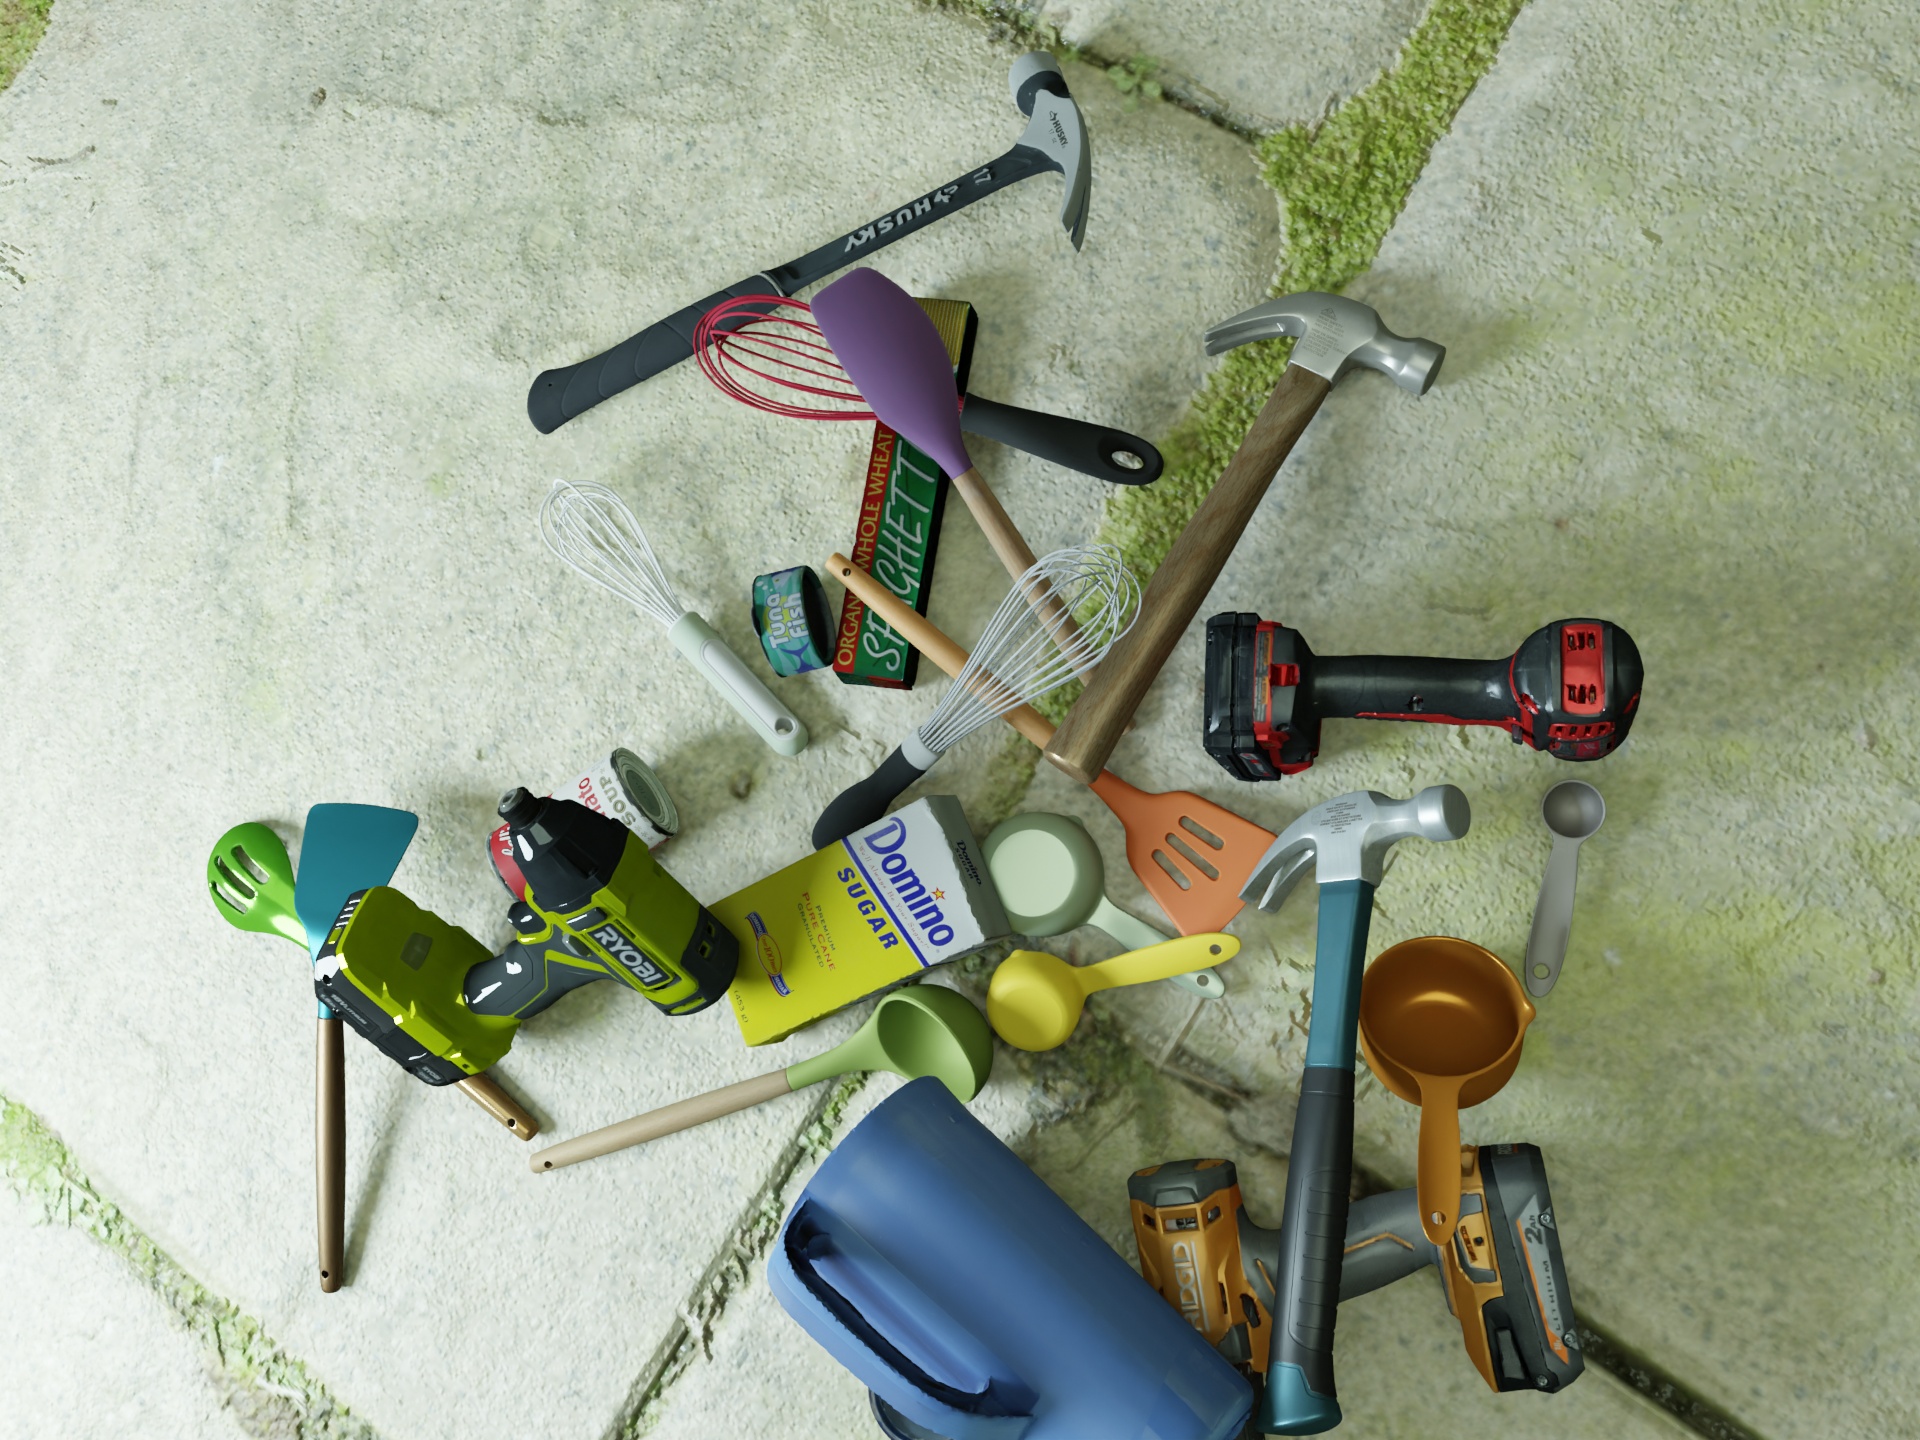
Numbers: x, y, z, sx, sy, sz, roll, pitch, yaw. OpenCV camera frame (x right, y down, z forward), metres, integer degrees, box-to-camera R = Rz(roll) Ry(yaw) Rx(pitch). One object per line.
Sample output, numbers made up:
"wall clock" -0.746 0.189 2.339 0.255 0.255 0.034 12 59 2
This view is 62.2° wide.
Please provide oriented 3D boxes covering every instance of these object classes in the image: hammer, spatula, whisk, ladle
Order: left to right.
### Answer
"spatula" -0.400 0.214 1.032 0.082 0.044 0.317 4 96 14
"whisk" -0.184 -0.068 1.025 0.058 0.059 0.246 -40 78 -22
"ladle" -0.129 0.232 0.966 0.320 0.062 0.078 -21 107 14
"hammer" -0.103 -0.283 1.025 0.409 0.036 0.149 -23 58 13
"whisk" -0.018 -0.194 0.964 0.296 0.073 0.073 16 87 -4
"whisk" -0.001 -0.002 0.921 0.284 0.070 0.070 -44 74 32
"spatula" 0.017 -0.126 0.939 0.060 0.018 0.316 -34 98 -7
"spatula" 0.043 0.003 0.948 0.322 0.041 0.081 39 93 6
"hammer" 0.146 -0.111 0.935 0.130 0.031 0.331 30 82 18
"hammer" 0.191 0.195 0.826 0.128 0.033 0.331 -13 59 48

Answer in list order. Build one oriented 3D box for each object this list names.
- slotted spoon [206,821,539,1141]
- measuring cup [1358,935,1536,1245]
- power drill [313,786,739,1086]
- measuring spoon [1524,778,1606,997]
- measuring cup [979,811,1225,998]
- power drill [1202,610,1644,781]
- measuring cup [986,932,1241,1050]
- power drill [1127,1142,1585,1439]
"slotted spoon" -0.395 0.174 1.054 0.314 0.031 0.070 37 97 14
"measuring cup" 0.253 0.200 0.840 0.095 0.052 0.174 1 52 16
"power drill" -0.266 0.128 0.943 0.223 0.171 0.080 -24 33 26
"measuring spoon" 0.334 0.094 0.893 0.034 0.018 0.124 11 92 15
"measuring cup" 0.082 0.114 0.936 0.168 0.038 0.083 32 91 18
"power drill" 0.251 -0.011 0.867 0.220 0.143 0.078 0 78 20
"measuring cup" 0.086 0.152 0.915 0.156 0.029 0.062 -19 104 21
"power drill" 0.212 0.324 0.858 0.226 0.084 0.185 -11 80 17
